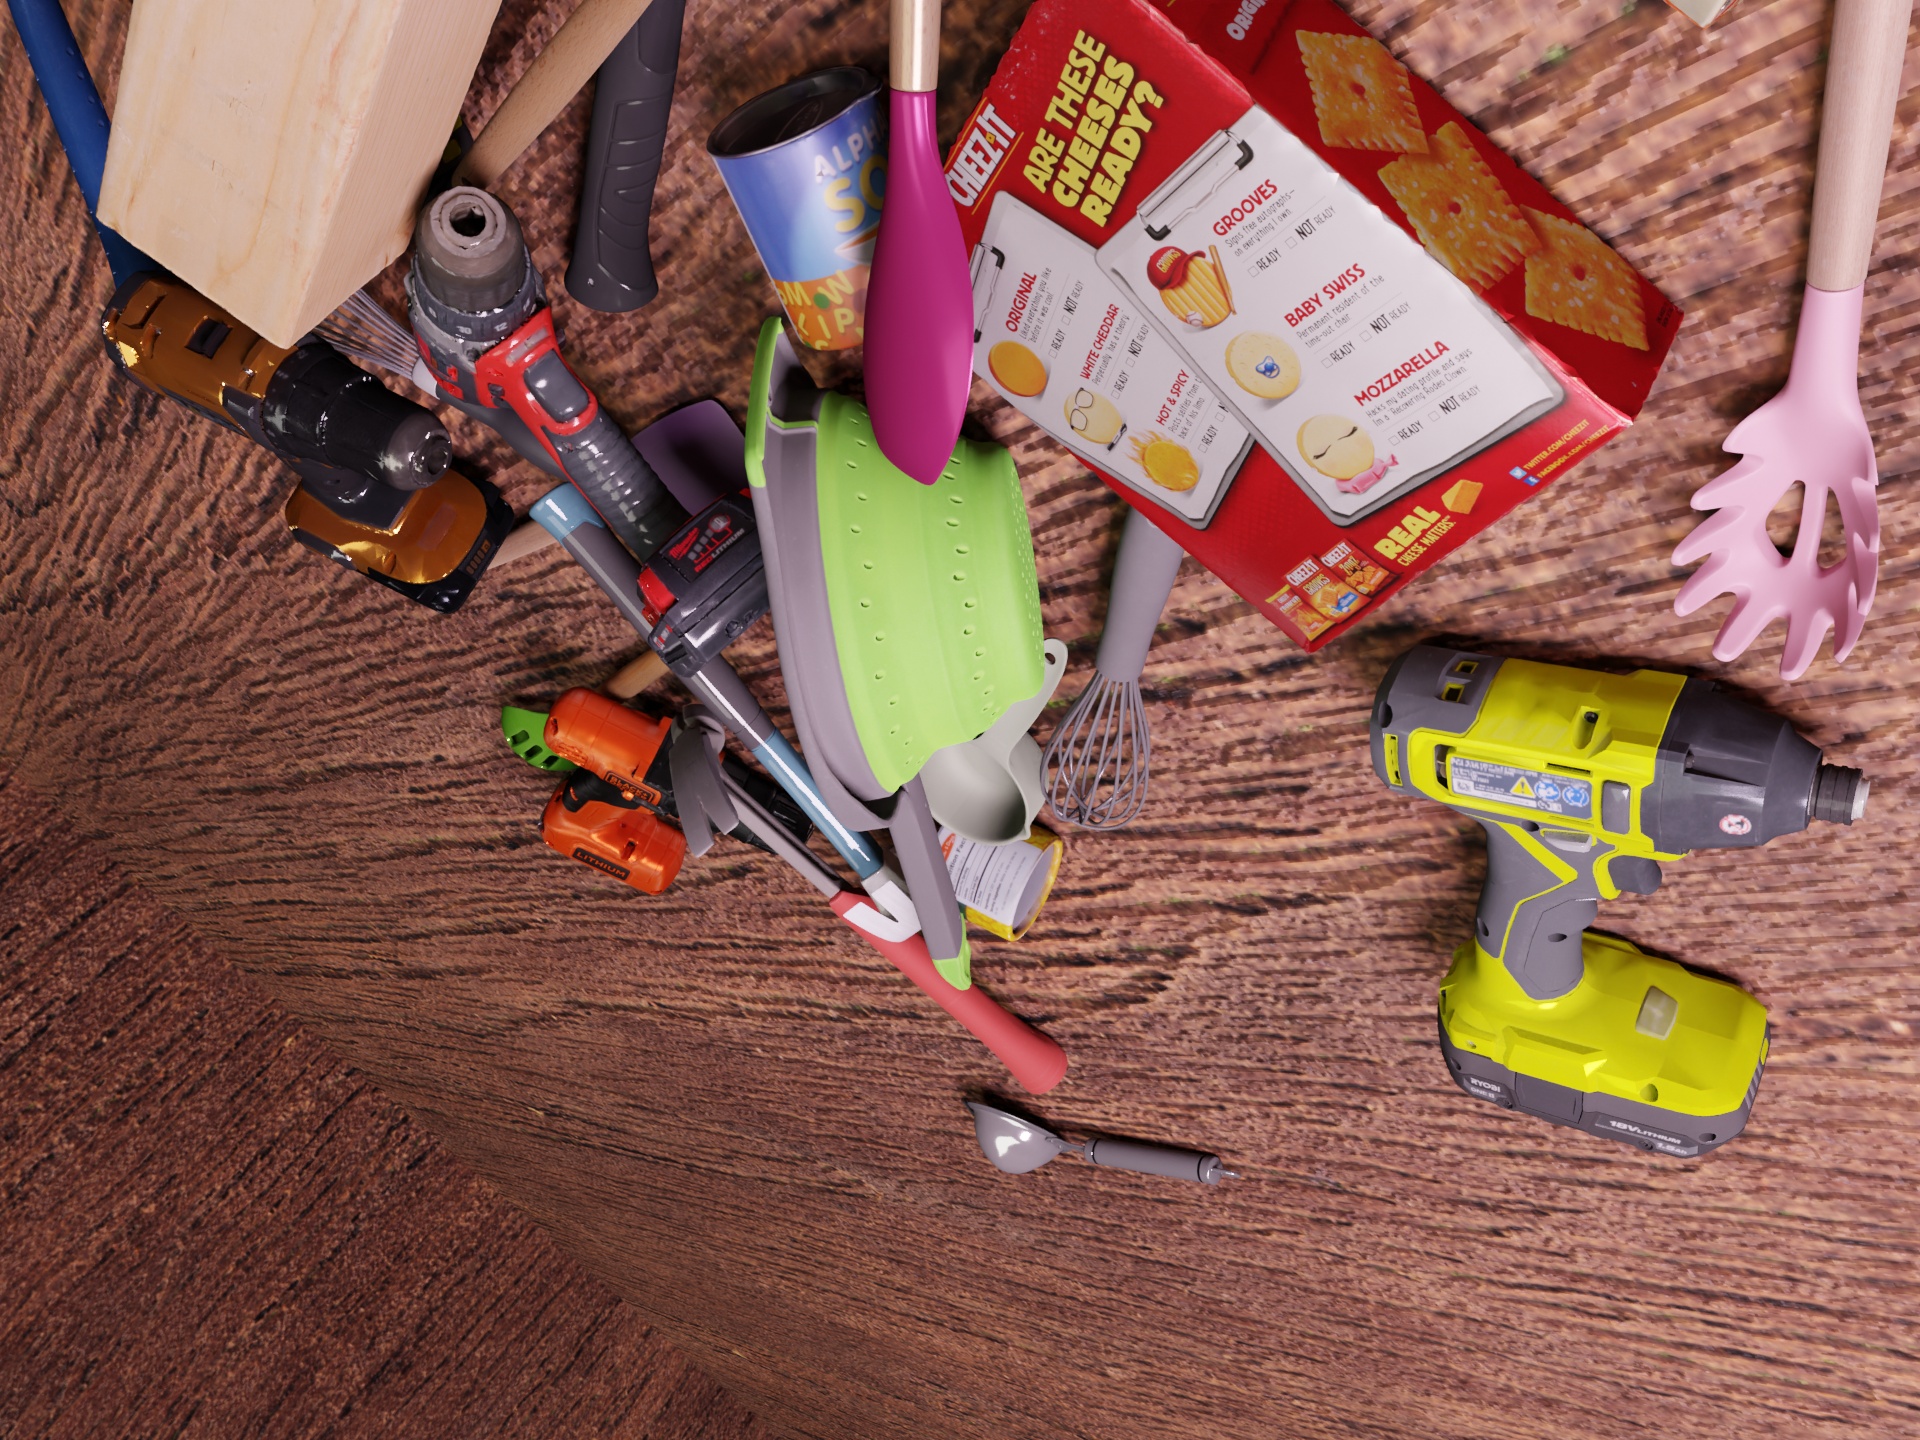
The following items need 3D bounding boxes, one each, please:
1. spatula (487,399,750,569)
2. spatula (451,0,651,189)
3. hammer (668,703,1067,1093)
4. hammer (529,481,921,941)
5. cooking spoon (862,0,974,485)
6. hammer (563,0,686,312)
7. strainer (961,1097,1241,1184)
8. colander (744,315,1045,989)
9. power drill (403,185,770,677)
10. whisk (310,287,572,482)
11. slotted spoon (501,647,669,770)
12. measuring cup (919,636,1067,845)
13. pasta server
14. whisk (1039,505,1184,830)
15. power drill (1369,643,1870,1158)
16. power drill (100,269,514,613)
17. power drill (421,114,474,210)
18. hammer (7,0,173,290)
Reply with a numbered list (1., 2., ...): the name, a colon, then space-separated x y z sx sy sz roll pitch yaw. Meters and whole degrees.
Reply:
1. spatula: -0.209 -0.118 0.904 0.316 0.018 0.059 -10 121 48
2. spatula: -0.130 -0.252 0.567 0.082 0.044 0.317 43 149 -22
3. hammer: -0.046 0.135 0.991 0.358 0.036 0.149 46 -173 -29
4. hammer: -0.122 -0.001 0.902 0.330 0.033 0.128 50 -172 -17
5. cooking spoon: -0.015 -0.224 0.494 0.069 0.017 0.318 40 137 44
6. hammer: -0.123 -0.276 0.605 0.146 0.035 0.334 35 148 1
7. strainer: 0.091 0.314 1.160 0.258 0.050 0.086 -4 146 42
8. colander: -0.001 -0.002 0.743 0.094 0.205 0.396 -8 135 7
9. power drill: -0.167 -0.133 0.732 0.226 0.080 0.188 49 166 -7
10. whisk: -0.305 -0.200 0.846 0.284 0.070 0.070 31 148 7
11. slotted spoon: -0.241 -0.014 1.062 0.070 0.031 0.314 41 147 -18
12. measuring cup: 0.027 0.002 0.825 0.083 0.038 0.167 36 139 5
13. pasta server: 0.238 -0.141 0.433 0.060 0.040 0.315 25 147 38
14. whisk: 0.076 -0.025 0.730 0.055 0.055 0.238 27 142 15
15. power drill: 0.266 0.075 0.651 0.171 0.080 0.223 12 138 34
16. power drill: -0.319 -0.136 0.850 0.185 0.084 0.226 25 166 14
17. power drill: -0.288 -0.323 0.663 0.191 0.080 0.228 19 142 25
18. hammer: -0.432 -0.355 0.725 0.405 0.035 0.144 103 147 -57
